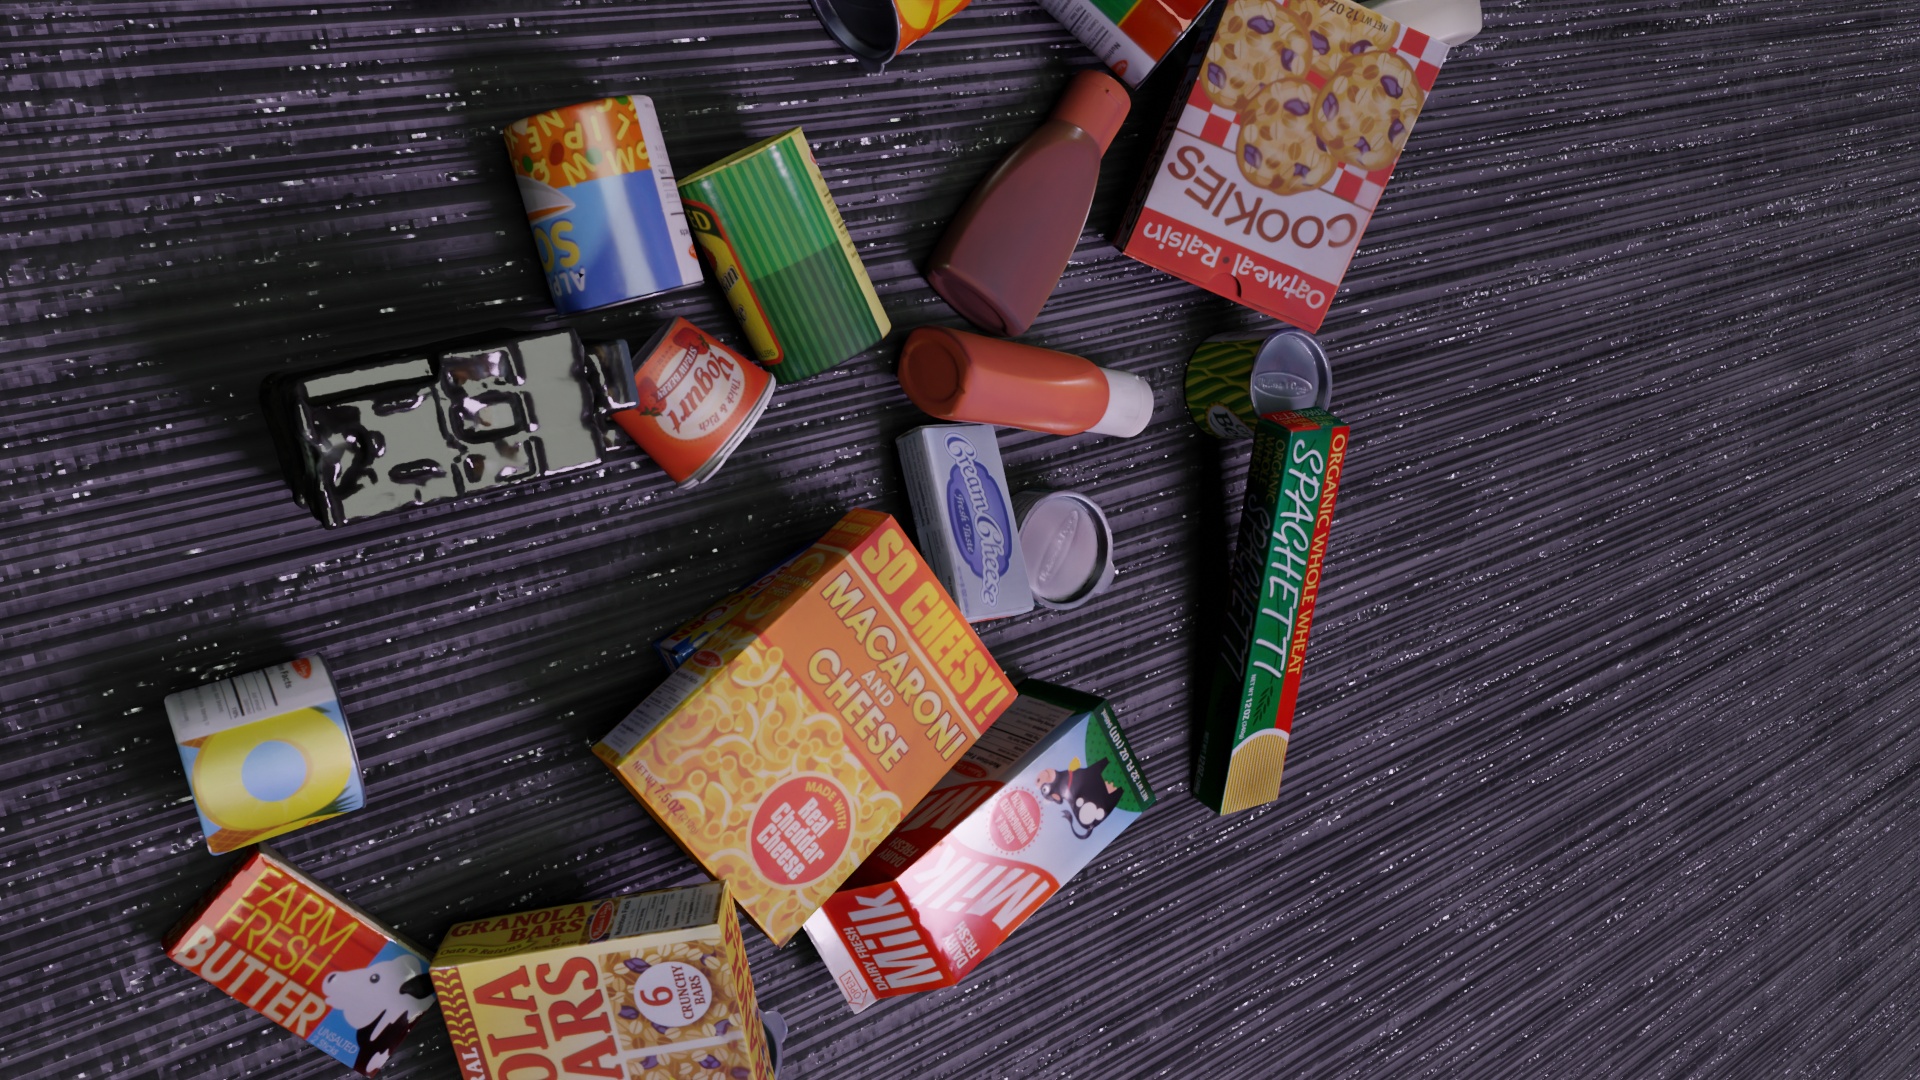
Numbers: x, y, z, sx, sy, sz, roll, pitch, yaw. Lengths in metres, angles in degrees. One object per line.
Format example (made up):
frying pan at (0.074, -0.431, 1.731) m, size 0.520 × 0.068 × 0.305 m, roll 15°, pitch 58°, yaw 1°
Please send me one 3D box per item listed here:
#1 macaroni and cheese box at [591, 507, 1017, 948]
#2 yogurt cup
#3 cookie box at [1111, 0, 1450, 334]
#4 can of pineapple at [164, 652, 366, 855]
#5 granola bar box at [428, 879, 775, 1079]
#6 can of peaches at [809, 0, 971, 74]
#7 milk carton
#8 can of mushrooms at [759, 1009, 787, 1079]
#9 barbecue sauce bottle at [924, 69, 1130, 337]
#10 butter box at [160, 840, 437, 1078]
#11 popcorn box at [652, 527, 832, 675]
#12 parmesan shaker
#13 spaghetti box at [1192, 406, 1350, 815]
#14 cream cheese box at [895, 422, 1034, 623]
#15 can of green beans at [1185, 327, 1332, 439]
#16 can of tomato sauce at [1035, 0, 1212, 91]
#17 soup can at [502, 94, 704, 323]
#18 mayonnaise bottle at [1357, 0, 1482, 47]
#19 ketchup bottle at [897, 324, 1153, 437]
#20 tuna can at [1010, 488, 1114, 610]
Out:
macaroni and cheese box at (-0.067, 0.084, 0.650) m, size 0.167 × 0.040 × 0.123 m, roll -44°, pitch 117°, yaw -21°
yogurt cup at (-0.126, -0.065, 0.635) m, size 0.054 × 0.072 × 0.072 m, roll 40°, pitch 73°, yaw -20°
cookie box at (0.173, -0.215, 0.766) m, size 0.123 × 0.040 × 0.167 m, roll 20°, pitch 105°, yaw -9°
can of pineapple at (-0.274, 0.086, 0.550) m, size 0.058 × 0.071 × 0.071 m, roll -17°, pitch 103°, yaw -30°
granola bar box at (-0.149, 0.238, 0.616) m, size 0.124 × 0.039 × 0.165 m, roll -9°, pitch 108°, yaw 0°
can of peaches at (-0.033, -0.274, 0.676) m, size 0.058 × 0.071 × 0.071 m, roll -43°, pitch 115°, yaw -23°
milk carton at (0.004, 0.160, 0.728) m, size 0.191 × 0.073 × 0.072 m, roll -36°, pitch 112°, yaw -25°
can of mushrooms at (-0.121, 0.252, 0.680) m, size 0.071 × 0.033 × 0.071 m, roll -3°, pitch 95°, yaw -32°
barbecue sauce bottle at (0.042, -0.184, 0.743) m, size 0.065 × 0.043 × 0.149 m, roll 38°, pitch 74°, yaw -26°
butter box at (-0.272, 0.176, 0.583) m, size 0.103 × 0.024 × 0.053 m, roll 46°, pitch 70°, yaw -27°
popcorn box at (-0.076, 0.055, 0.690) m, size 0.127 × 0.038 × 0.085 m, roll -34°, pitch 112°, yaw -26°
parmesan shaker at (-0.083, -0.132, 0.651) m, size 0.071 × 0.071 × 0.102 m, roll -34°, pitch 111°, yaw -25°
spaghetti box at (0.181, 0.045, 0.821) m, size 0.050 × 0.029 × 0.249 m, roll -8°, pitch 114°, yaw -32°
cream cheese box at (0.003, -0.009, 0.722) m, size 0.053 × 0.024 × 0.104 m, roll -7°, pitch 82°, yaw -45°
can of green beans at (0.177, -0.092, 0.827) m, size 0.071 × 0.058 × 0.071 m, roll -3°, pitch 96°, yaw -32°
can of tomato sauce at (0.085, -0.293, 0.734) m, size 0.083 × 0.071 × 0.071 m, roll 40°, pitch 72°, yaw -8°
soup can at (-0.158, -0.144, 0.606) m, size 0.071 × 0.071 × 0.083 m, roll -21°, pitch 105°, yaw -29°
mayonnaise bottle at (0.243, -0.307, 0.851) m, size 0.148 × 0.065 × 0.041 m, roll -21°, pitch 107°, yaw -19°
ketchup bottle at (0.041, -0.081, 0.742) m, size 0.149 × 0.065 × 0.043 m, roll 4°, pitch 114°, yaw -41°
tuna can at (0.051, 0.005, 0.770) m, size 0.071 × 0.033 × 0.071 m, roll -3°, pitch 96°, yaw -32°
